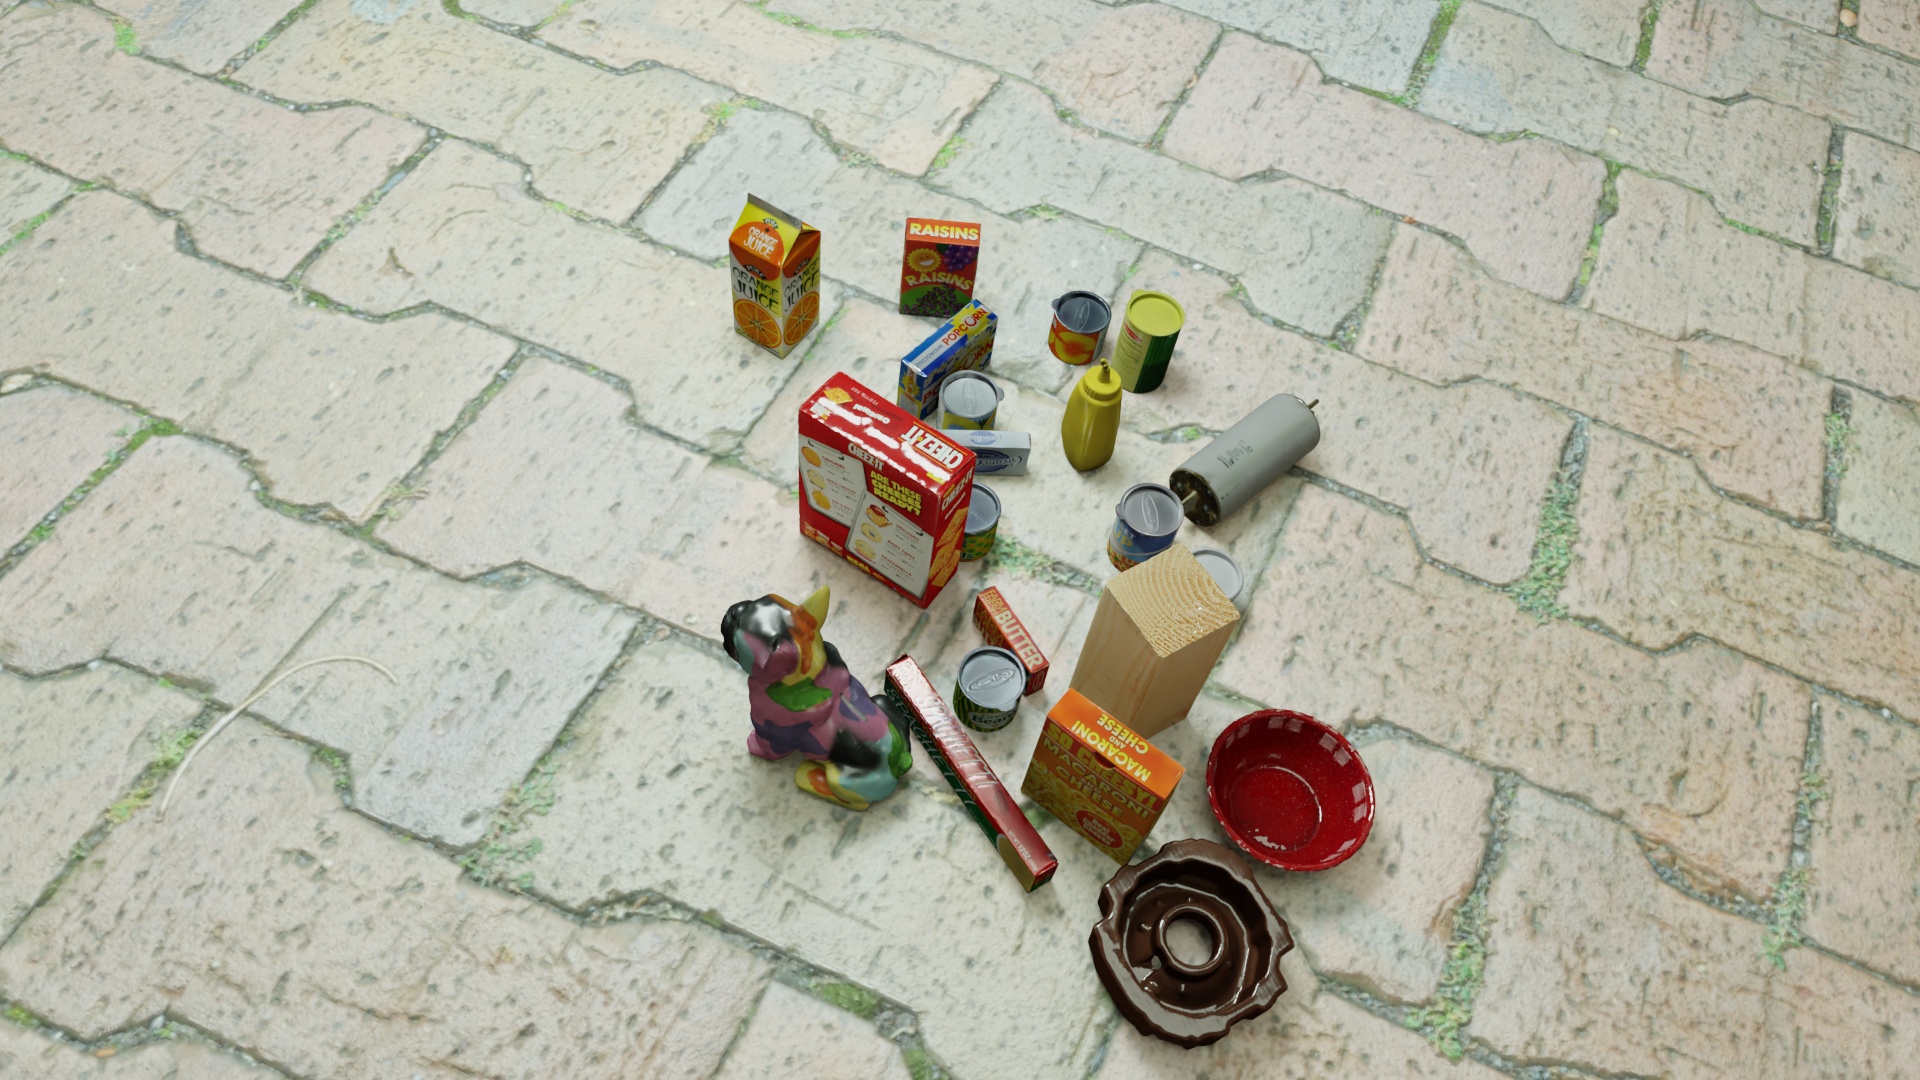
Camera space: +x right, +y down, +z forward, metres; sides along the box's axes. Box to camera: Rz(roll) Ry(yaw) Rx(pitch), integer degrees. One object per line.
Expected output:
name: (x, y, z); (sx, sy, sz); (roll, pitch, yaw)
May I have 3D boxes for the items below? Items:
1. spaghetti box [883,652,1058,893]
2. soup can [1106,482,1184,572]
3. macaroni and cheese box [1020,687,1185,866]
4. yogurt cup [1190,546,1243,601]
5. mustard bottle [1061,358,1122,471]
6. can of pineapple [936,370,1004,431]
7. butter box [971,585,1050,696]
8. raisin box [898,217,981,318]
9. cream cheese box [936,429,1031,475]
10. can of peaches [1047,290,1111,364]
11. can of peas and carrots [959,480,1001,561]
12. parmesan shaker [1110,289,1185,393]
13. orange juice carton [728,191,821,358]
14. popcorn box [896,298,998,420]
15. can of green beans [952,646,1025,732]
spaghetti box: (0.005, 0.215, 1.301); (0.029, 0.050, 0.251); (-28, 64, -22)
soup can: (0.189, -0.010, 1.448); (0.071, 0.083, 0.072); (3, 57, -5)
macaroni and cheese box: (0.124, 0.216, 1.245); (0.124, 0.165, 0.040); (35, 60, 15)
yogurt cup: (0.253, 0.048, 1.436); (0.072, 0.053, 0.073); (3, 57, -5)
mustard bottle: (0.144, -0.140, 1.481); (0.049, 0.159, 0.065); (-15, 60, -15)
can of pineapple: (0.009, -0.143, 1.529); (0.071, 0.057, 0.071); (3, 57, -5)
butter box: (0.049, 0.100, 1.379); (0.024, 0.052, 0.104); (-25, 63, -20)
raisin box: (-0.025, -0.312, 1.595); (0.086, 0.122, 0.040); (5, 57, -3)
cream cheese box: (0.022, -0.095, 1.501); (0.104, 0.053, 0.024); (1, 57, -6)
can of peaches: (0.135, -0.247, 1.611); (0.071, 0.057, 0.071); (3, 57, -5)
can of peas and carrots: (0.005, -0.018, 1.447); (0.071, 0.058, 0.071); (3, 57, -5)
parmesan shaker: (0.210, -0.226, 1.579); (0.071, 0.102, 0.071); (3, 57, -5)
orange juice carton: (-0.203, -0.297, 1.524); (0.072, 0.191, 0.073); (31, 59, 13)
popcorn box: (-0.015, -0.200, 1.546); (0.038, 0.084, 0.127); (38, 61, 17)
can of green beans: (0.027, 0.145, 1.345); (0.071, 0.057, 0.071); (3, 57, -5)
